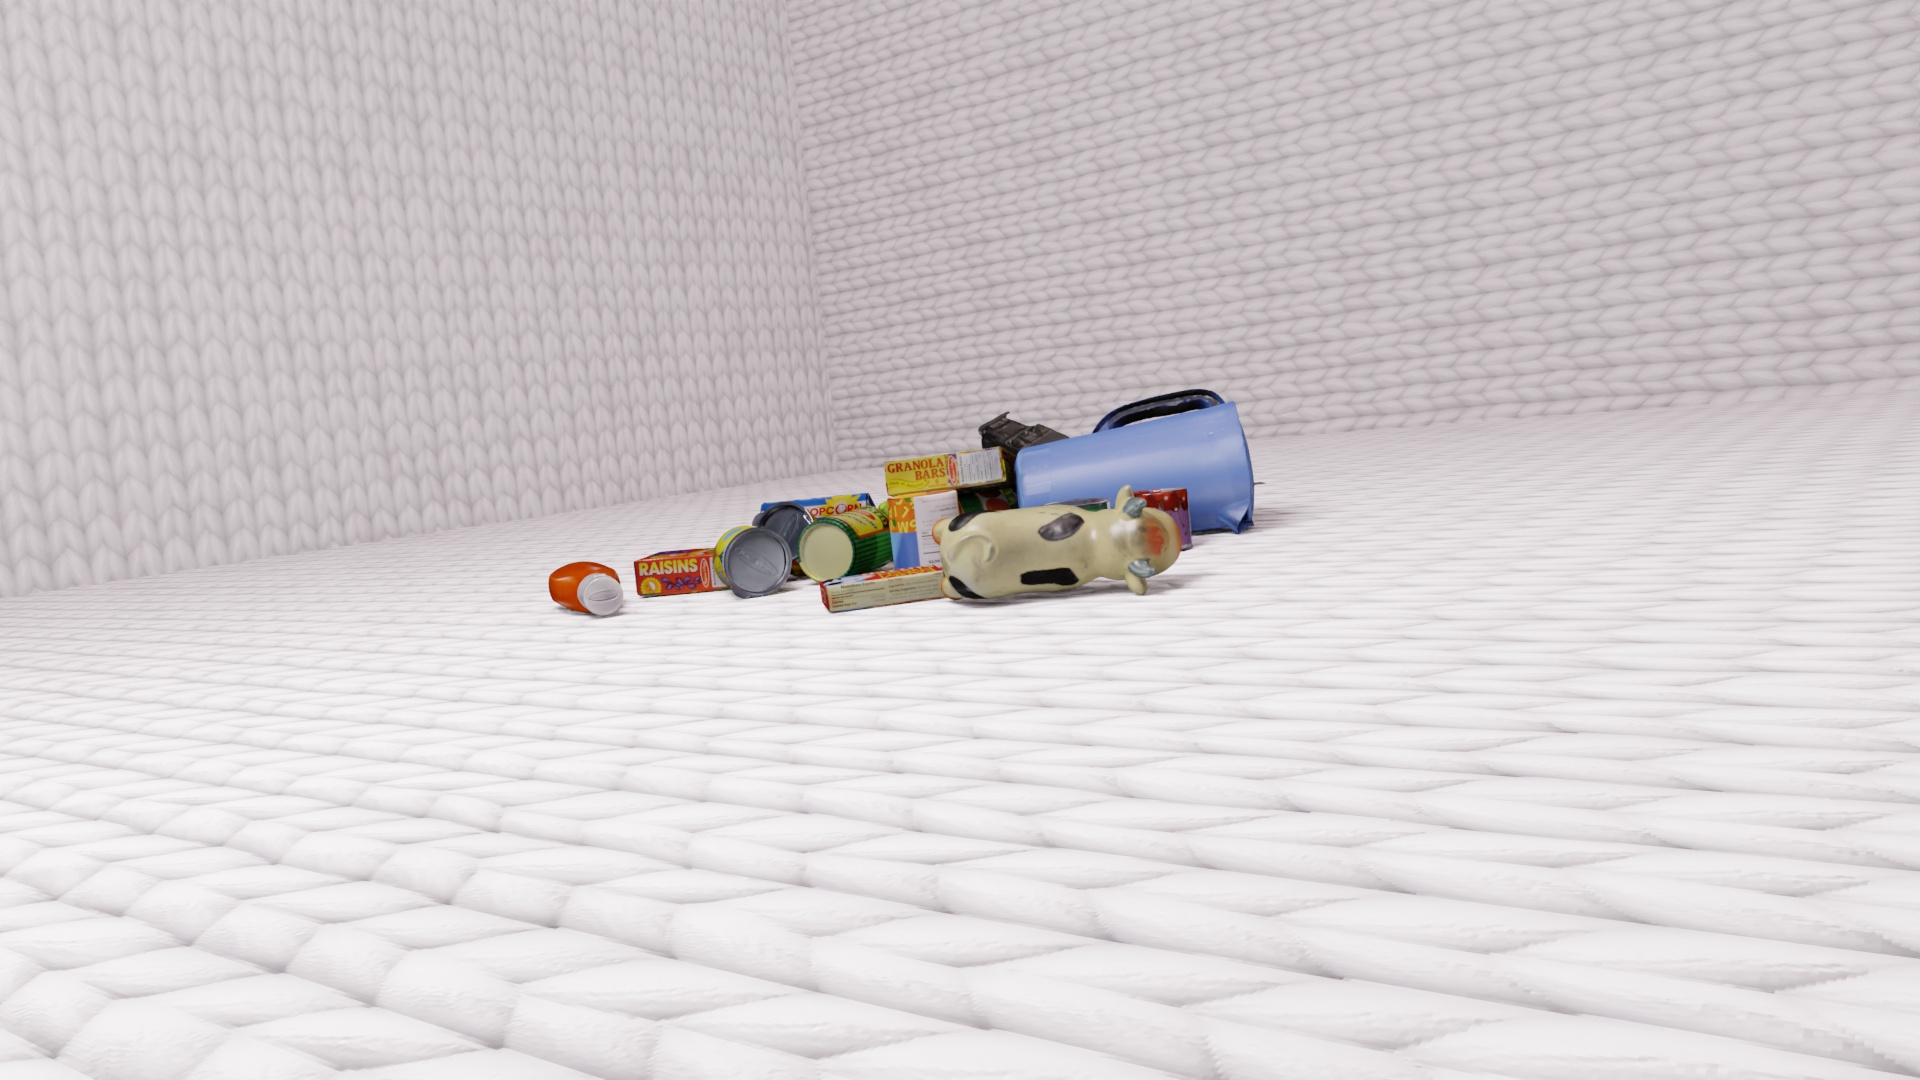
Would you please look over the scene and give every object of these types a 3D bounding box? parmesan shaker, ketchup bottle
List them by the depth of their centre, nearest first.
[{"bbox_3d":[-0.358,0.047,1.345,0.065,0.043,0.149,-9,7,-23],"label":"ketchup bottle"},{"bbox_3d":[-0.110,0.005,1.394,0.071,0.071,0.103,-4,6,21],"label":"parmesan shaker"}]

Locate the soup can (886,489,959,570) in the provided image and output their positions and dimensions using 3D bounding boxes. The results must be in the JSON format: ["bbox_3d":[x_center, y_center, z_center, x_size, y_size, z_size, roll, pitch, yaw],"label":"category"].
[{"bbox_3d":[-0.032,-0.001,1.271,0.071,0.083,0.071,-7,5,1],"label":"soup can"}]

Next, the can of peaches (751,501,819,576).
[{"bbox_3d":[-0.174,-0.002,1.432,0.071,0.071,0.058,-5,-17,15],"label":"can of peaches"}]

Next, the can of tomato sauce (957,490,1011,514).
[{"bbox_3d":[0.005,-0.019,1.487,0.083,0.071,0.071,-8,5,-22],"label":"can of tomato sauce"}]

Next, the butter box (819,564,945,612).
[{"bbox_3d":[-0.066,0.041,1.185,0.104,0.024,0.053,-8,6,-11],"label":"butter box"}]

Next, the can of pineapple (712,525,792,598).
[{"bbox_3d":[-0.203,0.020,1.340,0.071,0.071,0.058,-8,5,-21],"label":"can of pineapple"}]

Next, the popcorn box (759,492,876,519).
[{"bbox_3d":[-0.156,-0.014,1.582,0.127,0.038,0.085,-5,-28,9],"label":"popcorn box"}]

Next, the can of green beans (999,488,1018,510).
[{"bbox_3d":[0.027,-0.032,1.608,0.058,0.071,0.071,-9,6,-25],"label":"can of green beans"}]

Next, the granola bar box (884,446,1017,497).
[{"bbox_3d":[-0.006,-0.070,1.495,0.124,0.039,0.165,-7,-1,7],"label":"granola bar box"}]

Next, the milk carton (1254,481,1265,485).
[{"bbox_3d":[0.246,-0.056,1.581,0.191,0.073,0.072,-6,5,-7],"label":"milk carton"}]

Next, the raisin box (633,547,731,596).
[{"bbox_3d":[-0.265,0.030,1.441,0.123,0.040,0.086,-4,6,6],"label":"raisin box"}]

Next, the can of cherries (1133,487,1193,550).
[{"bbox_3d":[0.187,-0.019,1.342,0.071,0.058,0.071,-6,5,1],"label":"can of cherries"}]

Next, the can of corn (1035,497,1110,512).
[{"bbox_3d":[0.108,-0.007,1.309,0.071,0.058,0.071,-6,5,1],"label":"can of corn"}]
